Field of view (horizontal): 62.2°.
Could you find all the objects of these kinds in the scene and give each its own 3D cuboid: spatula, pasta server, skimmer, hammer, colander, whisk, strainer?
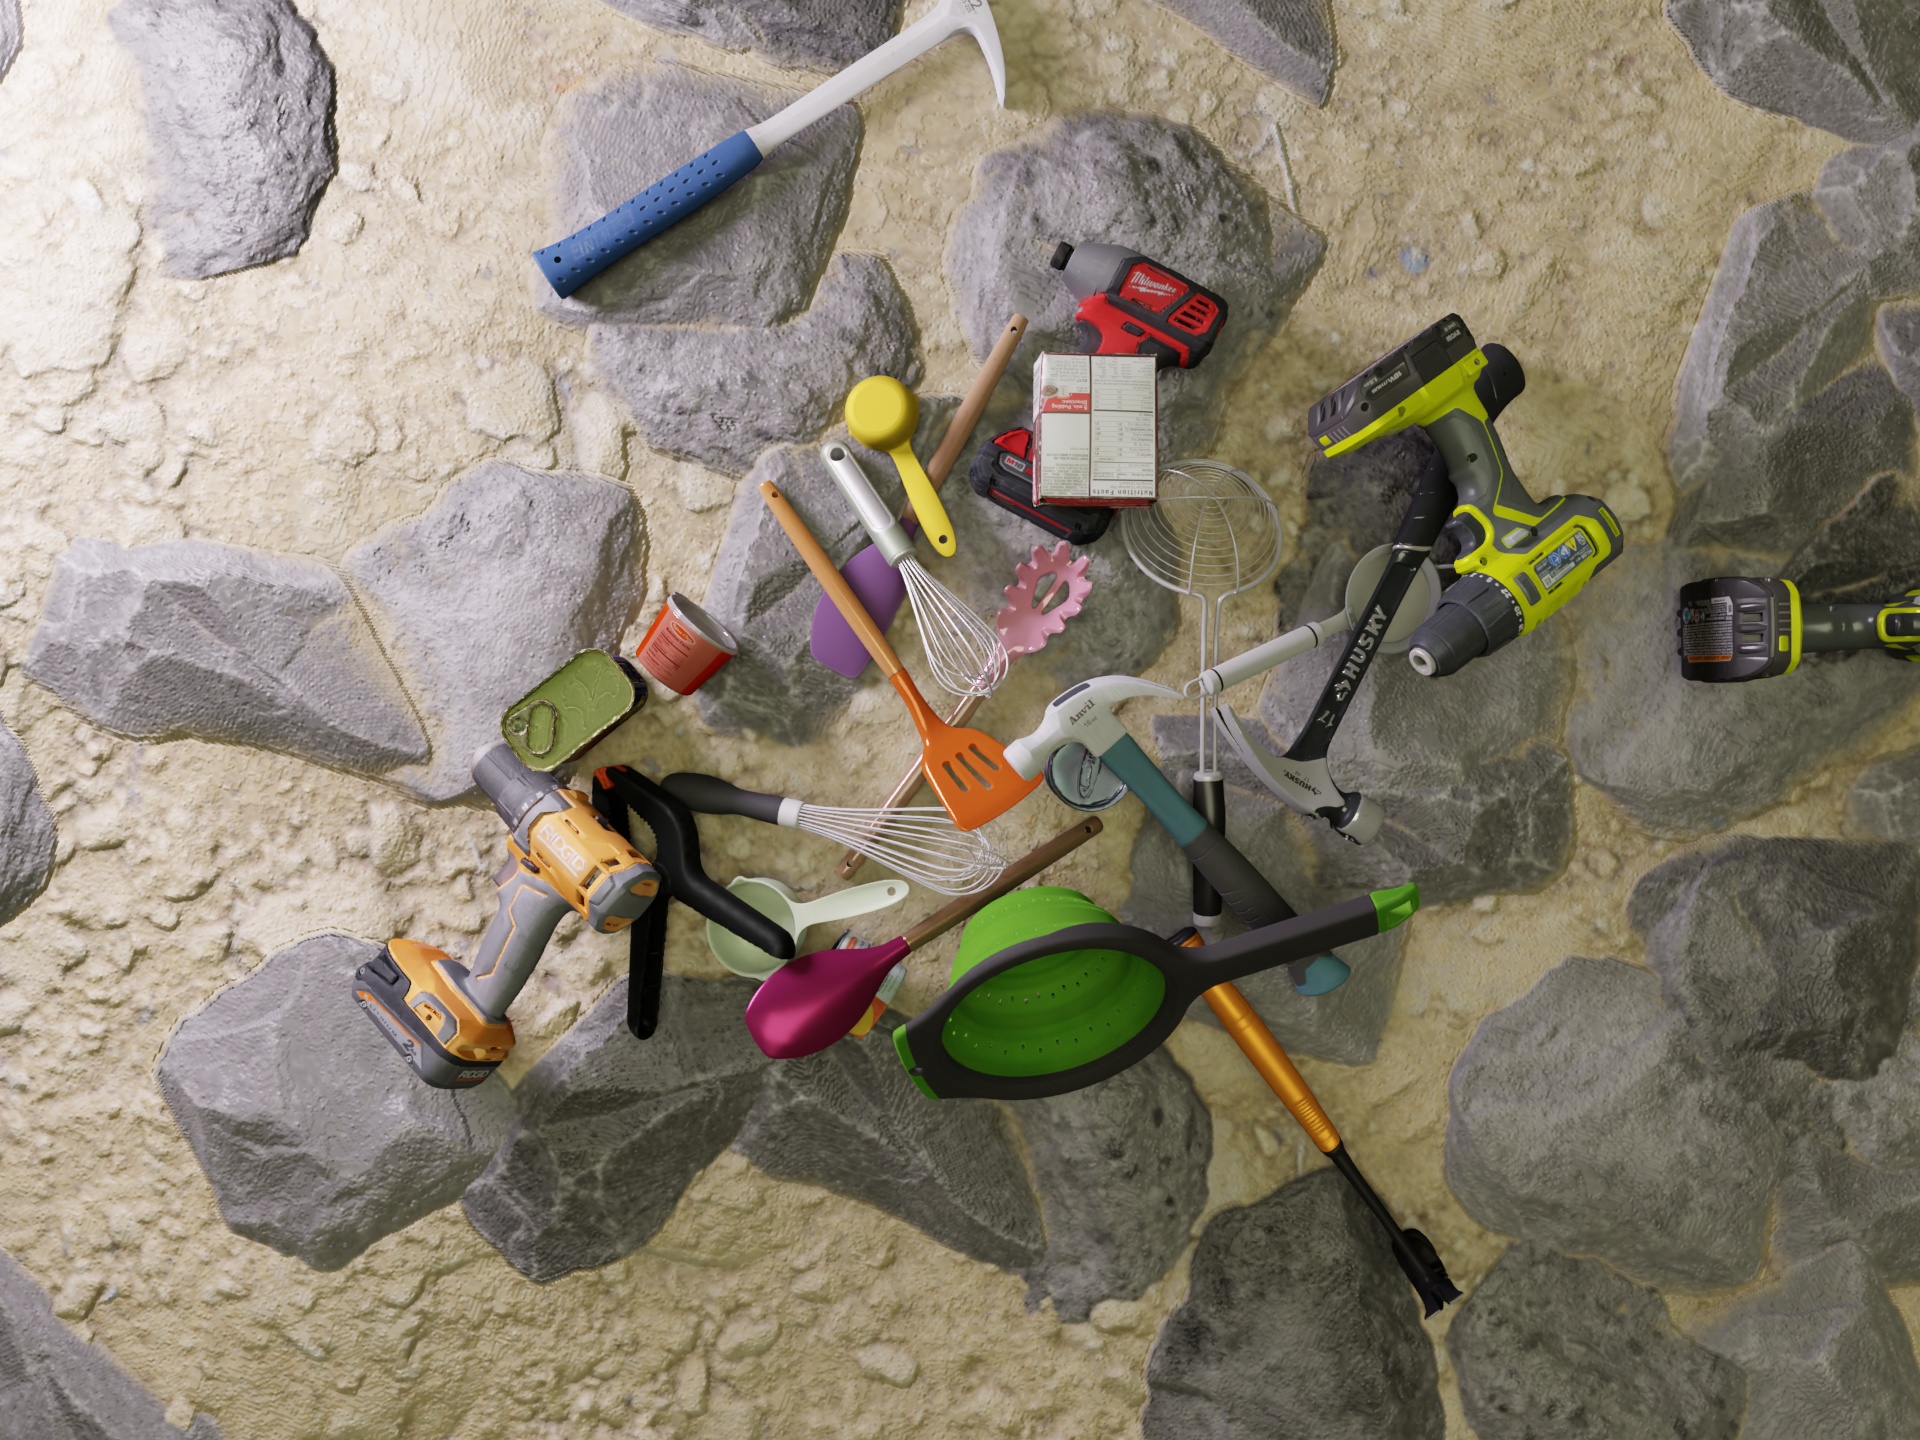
[{"bbox_3d":[-0.060,-0.059,1.226,0.081,0.041,0.323,-33,82,-20],"label":"spatula"},{"bbox_3d":[-0.002,-0.004,1.249,0.060,0.040,0.316,37,91,7],"label":"pasta server"},{"bbox_3d":[-0.030,-0.181,1.255,0.060,0.018,0.316,30,91,3],"label":"spatula"},{"bbox_3d":[0.190,-0.022,1.257,0.127,0.090,0.363,-2,101,-5],"label":"skimmer"},{"bbox_3d":[-0.148,-0.449,1.238,0.405,0.035,0.144,-33,91,0],"label":"hammer"},{"bbox_3d":[0.330,-0.117,1.208,0.149,0.036,0.409,31,76,-9],"label":"hammer"},{"bbox_3d":[0.267,0.303,1.230,0.034,0.127,0.337,-37,86,5],"label":"hammer"},{"bbox_3d":[0.185,0.096,1.216,0.128,0.033,0.330,-43,107,2],"label":"hammer"},{"bbox_3d":[0.139,0.166,1.191,0.397,0.204,0.095,-18,47,2],"label":"colander"},{"bbox_3d":[-0.040,-0.118,1.219,0.058,0.059,0.246,-30,75,-9],"label":"whisk"},{"bbox_3d":[-0.099,0.080,1.228,0.284,0.070,0.070,12,91,12],"label":"whisk"},{"bbox_3d":[0.276,-0.070,1.224,0.258,0.050,0.087,-24,105,-20],"label":"strainer"}]

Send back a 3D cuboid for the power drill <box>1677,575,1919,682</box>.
[{"bbox_3d":[0.678,-0.072,1.197,0.223,0.171,0.080,-2,91,2],"label":"power drill"}]

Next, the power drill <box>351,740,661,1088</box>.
[{"bbox_3d":[-0.359,0.142,1.213,0.185,0.084,0.226,42,93,20],"label":"power drill"}]

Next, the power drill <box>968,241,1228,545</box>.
[{"bbox_3d":[0.098,-0.259,1.229,0.143,0.078,0.220,28,88,-2],"label":"power drill"}]

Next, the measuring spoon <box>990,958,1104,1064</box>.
[{"bbox_3d":[0.073,0.228,1.269,0.128,0.021,0.042,-38,85,-9],"label":"measuring spoon"}]

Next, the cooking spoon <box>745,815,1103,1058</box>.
[{"bbox_3d":[-0.021,0.157,1.218,0.319,0.017,0.069,-30,85,-17],"label":"cooking spoon"}]

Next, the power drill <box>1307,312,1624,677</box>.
[{"bbox_3d":[0.359,-0.161,1.165,0.190,0.080,0.228,-36,94,-17],"label":"power drill"}]

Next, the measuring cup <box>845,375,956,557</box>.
[{"bbox_3d":[-0.042,-0.198,1.234,0.062,0.029,0.156,-27,79,6],"label":"measuring cup"}]

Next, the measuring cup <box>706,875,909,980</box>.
[{"bbox_3d":[-0.114,0.148,1.233,0.167,0.038,0.083,-16,87,12],"label":"measuring cup"}]
